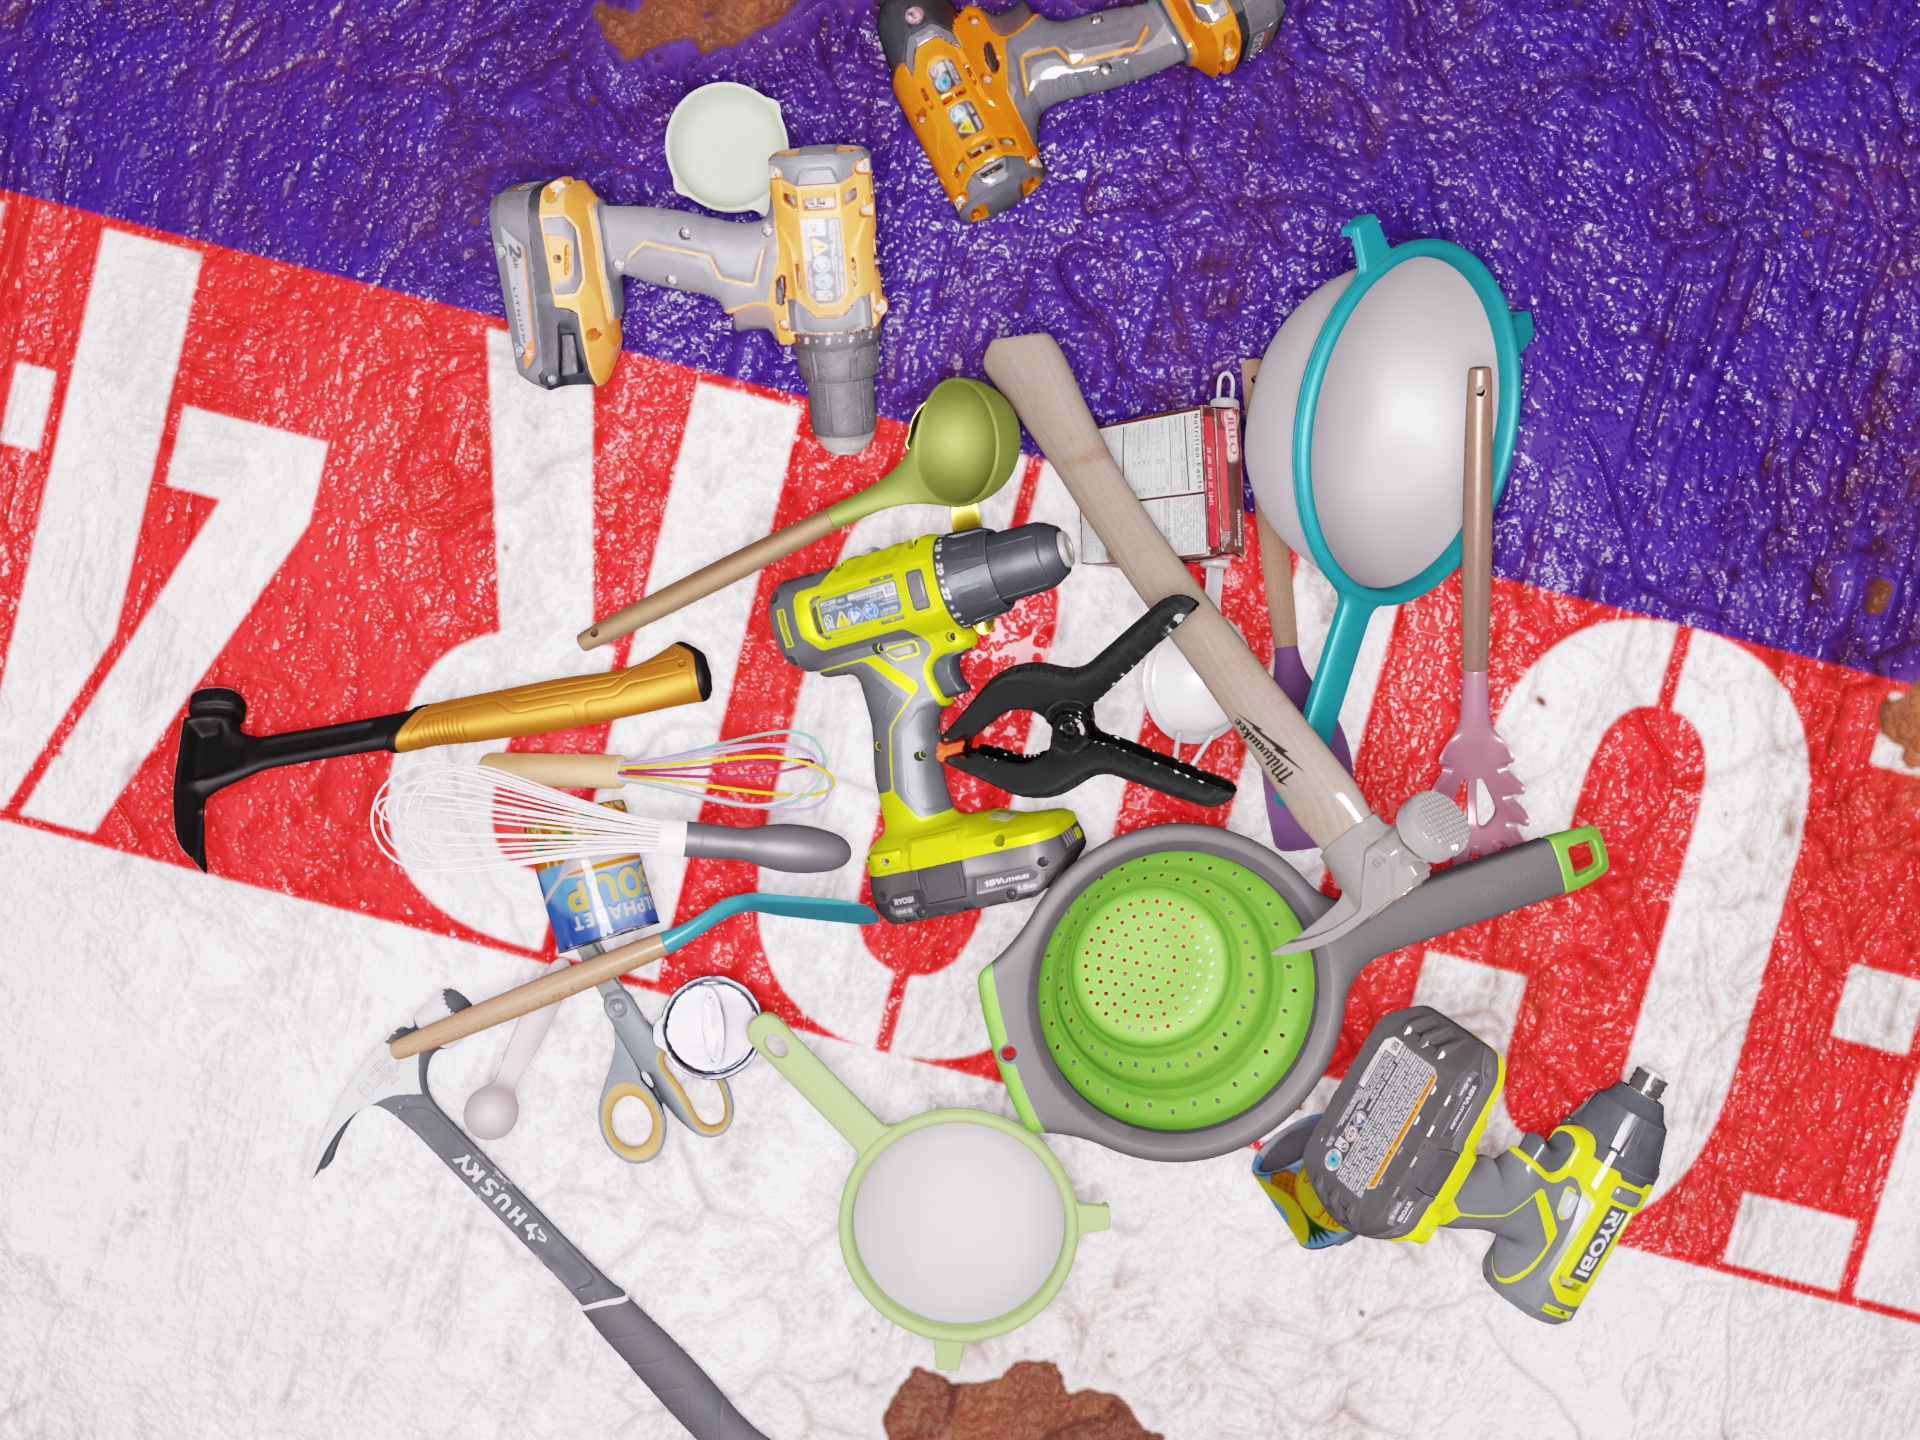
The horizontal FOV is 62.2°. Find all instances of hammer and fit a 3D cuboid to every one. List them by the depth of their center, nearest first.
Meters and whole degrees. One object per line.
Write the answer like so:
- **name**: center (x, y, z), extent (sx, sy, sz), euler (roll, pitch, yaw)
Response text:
- **hammer**: center (0.125, -0.060, 0.930), extent (0.038, 0.146, 0.411), euler (-17, 66, -37)
- **hammer**: center (-0.324, 0.007, 1.007), extent (0.337, 0.034, 0.127), euler (-11, 54, -3)
- **hammer**: center (-0.252, 0.372, 1.046), extent (0.149, 0.036, 0.409), euler (-43, 92, 4)

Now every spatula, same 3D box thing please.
- **spatula**: center (-0.208, 0.160, 1.007), extent (0.317, 0.082, 0.044), euler (-21, 74, -1)
- **spatula**: center (0.208, -0.073, 1.020), extent (0.060, 0.018, 0.316), euler (-9, 94, -2)

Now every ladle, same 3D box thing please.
- **ladle**: center (-0.108, -0.117, 0.990), extent (0.320, 0.062, 0.078), euler (-25, 75, 12)

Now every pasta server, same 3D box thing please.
- **pasta server**: center (0.317, -0.056, 0.975), extent (0.060, 0.040, 0.316), euler (-2, 109, 10)

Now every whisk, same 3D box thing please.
- **whisk**: center (-0.206, 0.069, 0.958), extent (0.284, 0.070, 0.070), euler (7, 93, -11)
- **whisk**: center (-0.194, 0.030, 1.000), extent (0.245, 0.047, 0.051), euler (1, 90, 16)

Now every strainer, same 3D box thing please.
- **strainer**: center (0.221, -0.119, 0.963), extent (0.210, 0.095, 0.340), euler (10, 98, -42)
- **strainer**: center (0.161, -0.094, 1.006), extent (0.086, 0.050, 0.258), euler (5, 87, -29)
- **strainer**: center (-0.038, 0.275, 1.018), extent (0.256, 0.069, 0.151), euler (45, 95, -1)

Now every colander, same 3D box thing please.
- **colander**: center (0.205, 0.137, 0.998), extent (0.397, 0.094, 0.204), euler (-18, 94, -4)

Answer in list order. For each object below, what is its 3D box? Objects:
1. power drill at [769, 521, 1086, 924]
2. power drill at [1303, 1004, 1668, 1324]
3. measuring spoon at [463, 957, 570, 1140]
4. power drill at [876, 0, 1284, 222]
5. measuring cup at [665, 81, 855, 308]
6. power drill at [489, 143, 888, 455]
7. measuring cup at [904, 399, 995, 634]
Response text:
- **power drill**: center (-0.002, -0.003, 0.982), extent (0.190, 0.080, 0.228), euler (-14, 93, 20)
- **power drill**: center (0.333, 0.264, 0.973), extent (0.223, 0.080, 0.171), euler (26, 95, -29)
- **measuring spoon**: center (-0.280, 0.209, 1.022), extent (0.034, 0.018, 0.124), euler (28, 68, -16)
- **power drill**: center (0.063, -0.432, 0.976), extent (0.226, 0.084, 0.164), euler (-28, 92, 6)
- **measuring cup**: center (-0.116, -0.325, 1.009), extent (0.083, 0.038, 0.167), euler (-39, 102, 6)
- **power drill**: center (-0.157, -0.251, 0.980), extent (0.226, 0.084, 0.185), euler (-3, 116, 2)
- **measuring cup**: center (0.004, -0.133, 1.022), extent (0.062, 0.029, 0.156), euler (-8, 103, 6)
